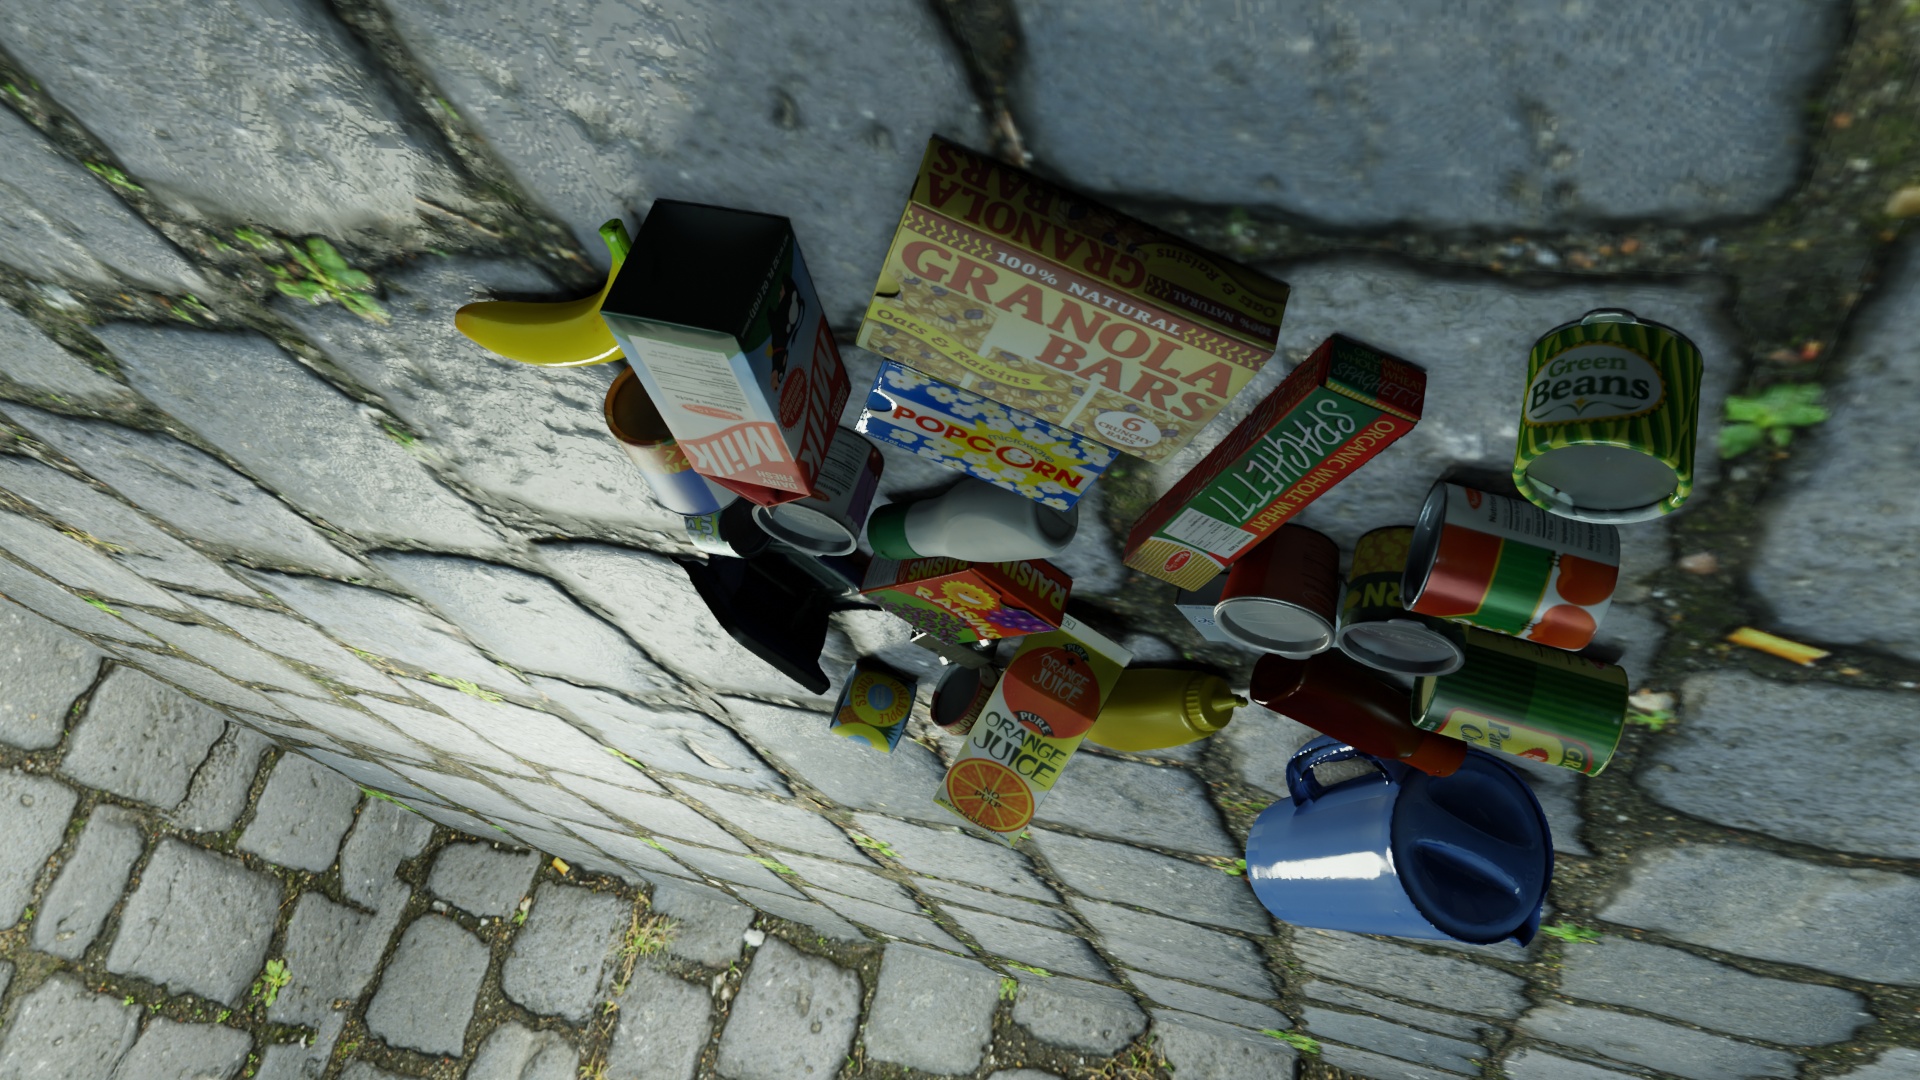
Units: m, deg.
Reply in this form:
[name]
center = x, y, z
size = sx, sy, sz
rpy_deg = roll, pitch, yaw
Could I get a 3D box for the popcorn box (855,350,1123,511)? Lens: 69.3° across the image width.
[popcorn box]
center = 0.017, -0.066, 0.721
size = 0.127, 0.038, 0.085
rpy_deg = 21, 157, -7

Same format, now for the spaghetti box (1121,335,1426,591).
[spaghetti box]
center = 0.151, -0.030, 0.714
size = 0.050, 0.029, 0.249
rpy_deg = 21, 156, -7

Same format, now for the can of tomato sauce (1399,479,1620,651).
[can of tomato sauce]
center = 0.266, 0.014, 0.678
size = 0.083, 0.071, 0.071
rpy_deg = 15, 156, 7

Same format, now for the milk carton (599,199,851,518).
[milk carton]
center = -0.111, -0.085, 0.729
size = 0.073, 0.072, 0.189
rpy_deg = 12, 154, 15

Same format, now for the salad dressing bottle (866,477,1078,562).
[salad dressing bottle]
center = 0.003, -0.011, 0.846
size = 0.147, 0.044, 0.064
rpy_deg = -6, 148, 45

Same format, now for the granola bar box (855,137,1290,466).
[granola bar box]
center = 0.044, -0.100, 0.626
size = 0.165, 0.039, 0.123
rpy_deg = 21, 156, -7

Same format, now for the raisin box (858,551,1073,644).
[raisin box]
center = 0.002, 0.032, 0.943
size = 0.086, 0.040, 0.123
rpy_deg = 34, 151, -30

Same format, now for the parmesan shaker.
[parmesan shaker]
center = 0.322, 0.091, 0.809
size = 0.103, 0.071, 0.071
rpy_deg = 15, 156, 9

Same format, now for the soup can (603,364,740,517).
[soup can]
center = -0.168, -0.063, 0.826
size = 0.071, 0.071, 0.083
rpy_deg = 11, 155, 16

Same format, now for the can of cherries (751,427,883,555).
[can of cherries]
center = -0.086, -0.031, 0.847
size = 0.071, 0.058, 0.071
rpy_deg = 14, 156, 7

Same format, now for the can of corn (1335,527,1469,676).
[can of corn]
center = 0.241, 0.032, 0.747
size = 0.071, 0.058, 0.071
rpy_deg = 15, 156, 7

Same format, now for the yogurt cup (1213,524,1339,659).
[yogurt cup]
center = 0.182, 0.027, 0.783
size = 0.072, 0.054, 0.072
rpy_deg = 15, 156, 7

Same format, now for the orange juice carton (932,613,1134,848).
[orange juice carton]
center = 0.055, 0.127, 1.001
size = 0.072, 0.073, 0.191
rpy_deg = 31, 127, 5

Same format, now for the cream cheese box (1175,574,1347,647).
[cream cheese box]
center = 0.190, 0.043, 0.850
size = 0.104, 0.024, 0.053
rpy_deg = 0, 152, 36

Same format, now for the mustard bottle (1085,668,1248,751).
[mustard bottle]
center = 0.151, 0.122, 1.018
size = 0.065, 0.049, 0.160
rpy_deg = 39, 149, -28

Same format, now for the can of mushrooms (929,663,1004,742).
[can of mushrooms]
center = 0.009, 0.128, 1.108
size = 0.033, 0.071, 0.071
rpy_deg = 34, 152, -28

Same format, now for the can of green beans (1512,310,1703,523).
[can of green beans]
center = 0.261, -0.047, 0.561
size = 0.071, 0.058, 0.071
rpy_deg = 15, 156, 7

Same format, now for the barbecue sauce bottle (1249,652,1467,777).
[barbecue sauce bottle]
center = 0.270, 0.116, 0.927
size = 0.148, 0.044, 0.064
rpy_deg = 25, 155, -17

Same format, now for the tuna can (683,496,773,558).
[tuna can]
center = -0.148, -0.022, 0.895
size = 0.033, 0.071, 0.071
rpy_deg = 6, 153, 26

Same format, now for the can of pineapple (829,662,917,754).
[can of pineapple]
center = -0.076, 0.145, 1.211
size = 0.058, 0.071, 0.070
rpy_deg = 22, 156, -8
